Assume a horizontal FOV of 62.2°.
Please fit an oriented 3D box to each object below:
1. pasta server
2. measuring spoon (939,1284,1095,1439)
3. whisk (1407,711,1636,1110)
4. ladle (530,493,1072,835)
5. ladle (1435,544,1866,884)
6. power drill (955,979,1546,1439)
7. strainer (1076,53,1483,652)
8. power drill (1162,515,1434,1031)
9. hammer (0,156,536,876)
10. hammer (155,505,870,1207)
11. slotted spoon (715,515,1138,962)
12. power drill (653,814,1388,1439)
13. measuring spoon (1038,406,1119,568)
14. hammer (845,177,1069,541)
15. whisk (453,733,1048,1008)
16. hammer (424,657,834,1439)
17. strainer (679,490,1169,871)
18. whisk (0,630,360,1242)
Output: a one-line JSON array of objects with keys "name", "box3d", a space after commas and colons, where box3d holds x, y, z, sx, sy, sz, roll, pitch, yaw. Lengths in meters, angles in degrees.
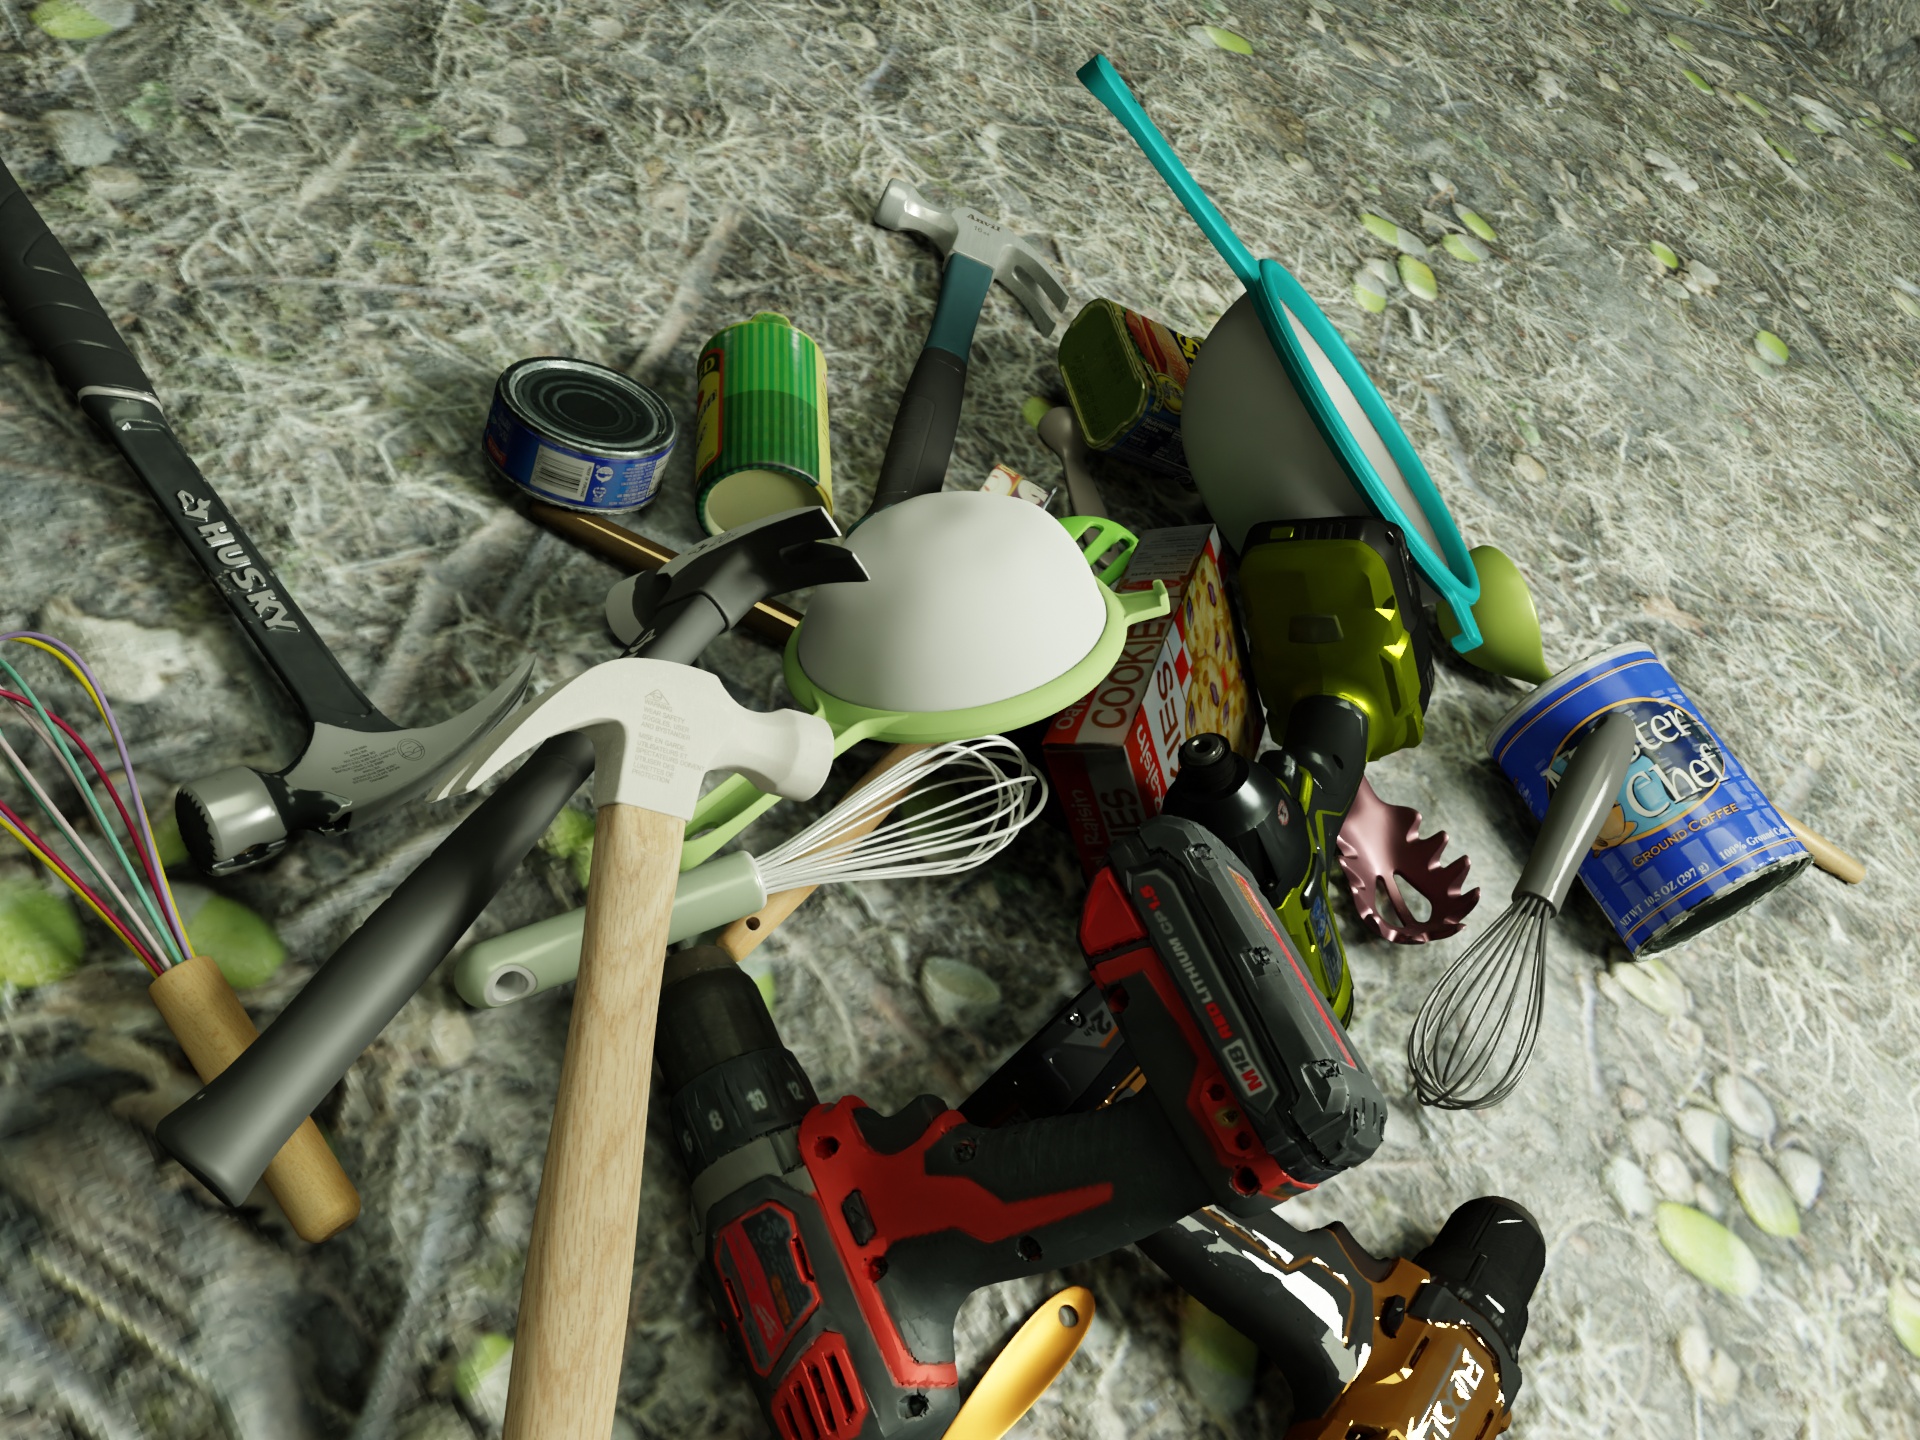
[{"name": "pasta server", "box3d": [0.191, -0.012, 0.851, 0.060, 0.040, 0.317, -13, 55, -4]}, {"name": "measuring spoon", "box3d": [0.014, 0.240, 0.564, 0.021, 0.011, 0.117, 44, 43, 12]}, {"name": "whisk", "box3d": [0.275, 0.085, 0.758, 0.055, 0.055, 0.239, 34, 65, 2]}, {"name": "ladle", "box3d": [-0.055, -0.031, 0.744, 0.315, 0.031, 0.069, 26, 46, -4]}, {"name": "ladle", "box3d": [0.419, 0.001, 0.952, 0.320, 0.078, 0.062, 32, 88, -6]}, {"name": "power drill", "box3d": [0.127, 0.189, 0.621, 0.226, 0.084, 0.185, 48, 44, 9]}, {"name": "strainer", "box3d": [0.141, -0.176, 0.827, 0.340, 0.095, 0.211, 48, 26, -19]}, {"name": "power drill", "box3d": [0.149, 0.015, 0.709, 0.080, 0.171, 0.223, 0, 43, 28]}, {"name": "hammer", "box3d": [-0.334, -0.120, 0.661, 0.149, 0.036, 0.409, -25, 67, -41]}, {"name": "hammer", "box3d": [-0.151, 0.029, 0.564, 0.035, 0.146, 0.335, 56, 42, -22]}, {"name": "slotted spoon", "box3d": [-0.001, -0.002, 0.713, 0.070, 0.031, 0.314, 42, 57, 2]}, {"name": "power drill", "box3d": [0.002, 0.120, 0.531, 0.188, 0.226, 0.080, 62, 12, 26]}, {"name": "measuring spoon", "box3d": [0.073, -0.136, 0.905, 0.034, 0.018, 0.124, 5, 51, -25]}, {"name": "hammer", "box3d": [-0.013, -0.194, 0.898, 0.128, 0.033, 0.331, 21, 46, -10]}, {"name": "whisk", "box3d": [-0.074, 0.059, 0.619, 0.246, 0.057, 0.059, -19, 37, -23]}, {"name": "hammer", "box3d": [-0.114, 0.138, 0.481, 0.130, 0.031, 0.331, 19, 66, -36]}, {"name": "strainer", "box3d": [-0.037, -0.032, 0.645, 0.151, 0.069, 0.256, 16, 39, 33]}, {"name": "whisk", "box3d": [-0.274, 0.069, 0.530, 0.245, 0.051, 0.047, 52, 32, 11]}]
